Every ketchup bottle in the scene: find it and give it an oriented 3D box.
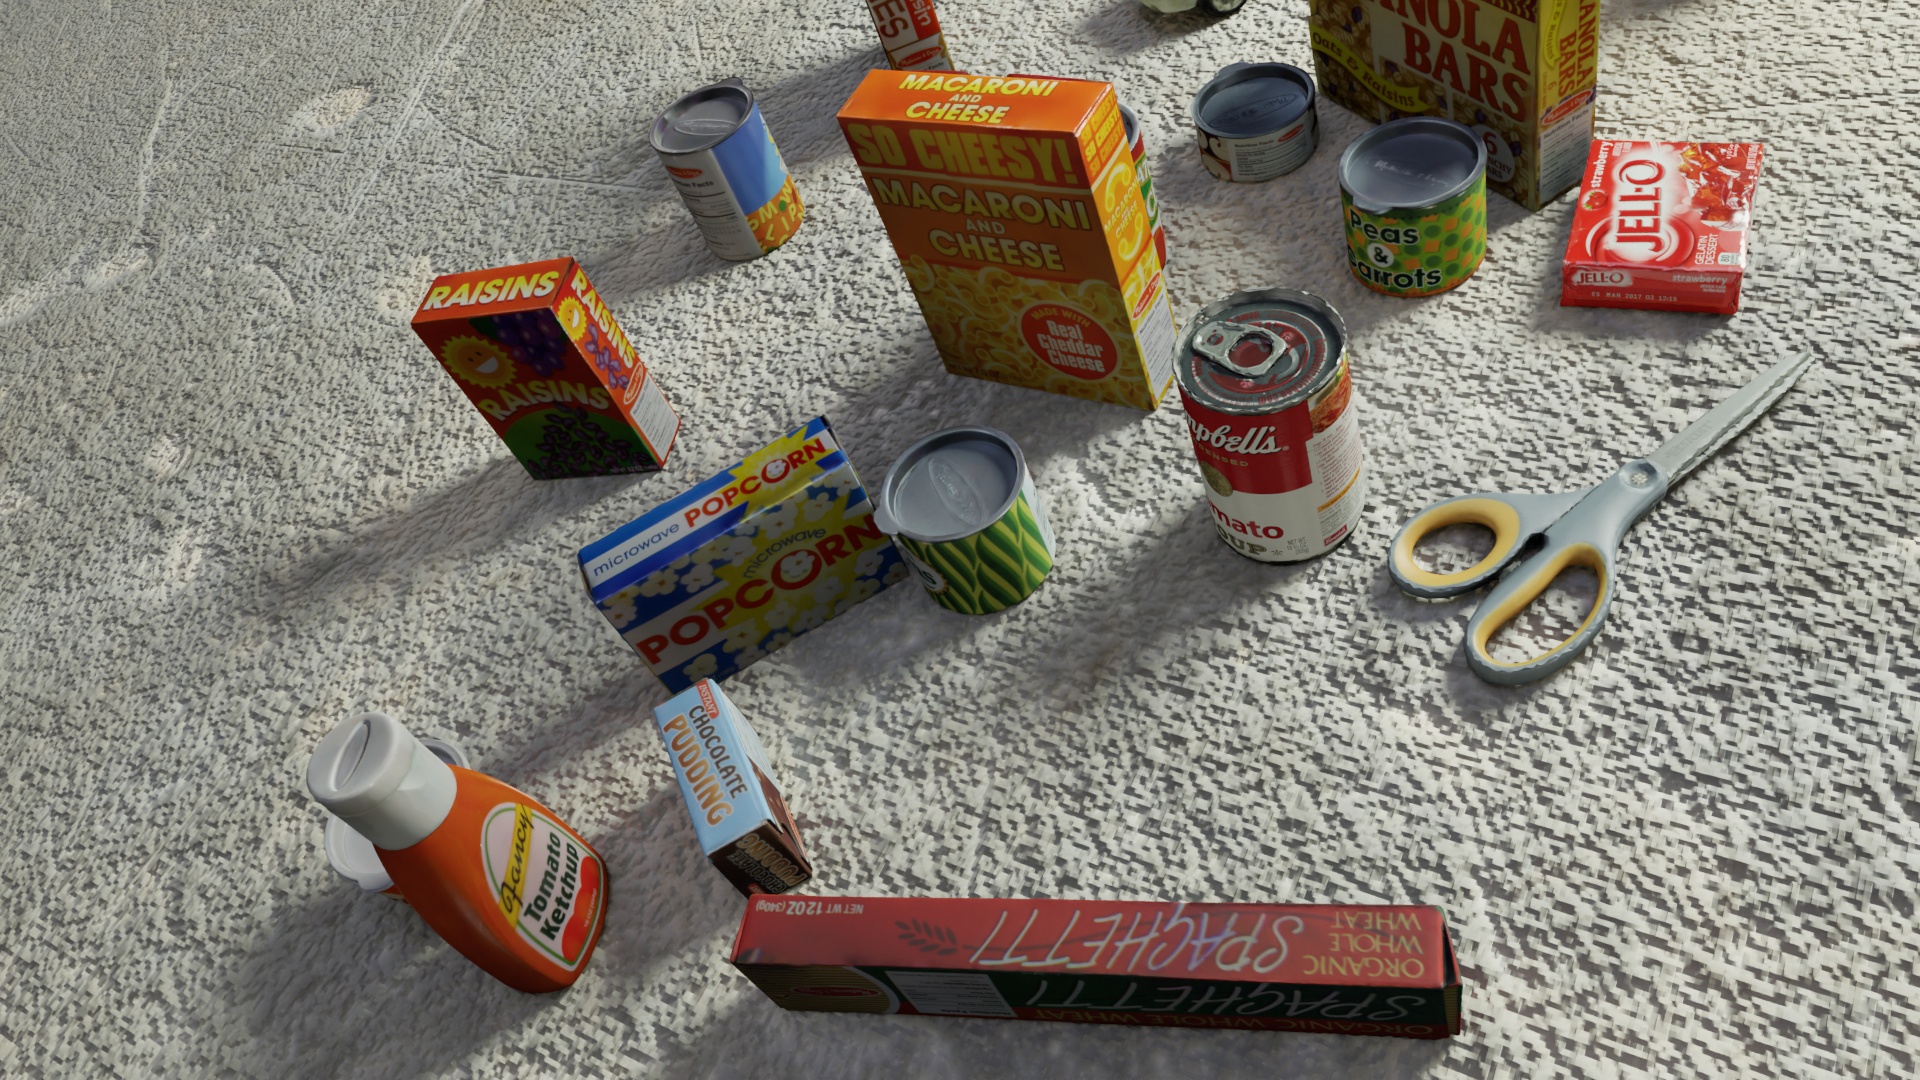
[{"bbox_3d":[-0.190,0.119,0.534,0.043,0.148,0.065,-7,51,16],"label":"ketchup bottle"}]

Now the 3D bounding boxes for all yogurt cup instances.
[{"bbox_3d":[-0.231,0.128,0.606,0.072,0.053,0.073,-11,49,13],"label":"yogurt cup"}]

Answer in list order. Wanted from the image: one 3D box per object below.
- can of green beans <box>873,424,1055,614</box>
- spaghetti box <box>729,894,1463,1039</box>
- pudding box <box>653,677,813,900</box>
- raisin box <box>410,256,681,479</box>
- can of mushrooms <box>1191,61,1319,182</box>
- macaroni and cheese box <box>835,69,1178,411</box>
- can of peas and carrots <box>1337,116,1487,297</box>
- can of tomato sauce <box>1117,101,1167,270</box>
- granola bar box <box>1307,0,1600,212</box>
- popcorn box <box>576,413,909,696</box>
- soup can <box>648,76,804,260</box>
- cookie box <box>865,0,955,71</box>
[{"bbox_3d":[0.004,-0.009,0.625,0.071,0.057,0.071,-11,49,13],"label":"can of green beans"},{"bbox_3d":[0.043,0.148,0.486,0.250,0.050,0.029,-4,51,18],"label":"spaghetti box"},{"bbox_3d":[-0.095,0.103,0.577,0.030,0.049,0.084,-30,48,-4],"label":"pudding box"},{"bbox_3d":[-0.214,-0.087,0.730,0.086,0.123,0.040,-3,52,19],"label":"raisin box"},{"bbox_3d":[0.162,-0.231,0.763,0.071,0.033,0.071,-11,49,13],"label":"can of mushrooms"},{"bbox_3d":[0.028,-0.139,0.650,0.124,0.165,0.040,14,59,30],"label":"macaroni and cheese box"},{"bbox_3d":[0.216,-0.157,0.665,0.071,0.058,0.071,-11,49,13],"label":"can of peas and carrots"},{"bbox_3d":[0.070,-0.173,0.718,0.071,0.082,0.071,-11,50,13],"label":"can of tomato sauce"},{"bbox_3d":[0.238,-0.253,0.690,0.039,0.123,0.166,-34,48,-7],"label":"granola bar box"},{"bbox_3d":[-0.096,0.010,0.630,0.127,0.085,0.038,-30,48,-4],"label":"popcorn box"},{"bbox_3d":[-0.138,-0.223,0.839,0.071,0.083,0.072,-11,50,13],"label":"soup can"},{"bbox_3d":[-0.046,-0.356,0.856,0.040,0.166,0.123,-20,48,5],"label":"cookie box"}]
